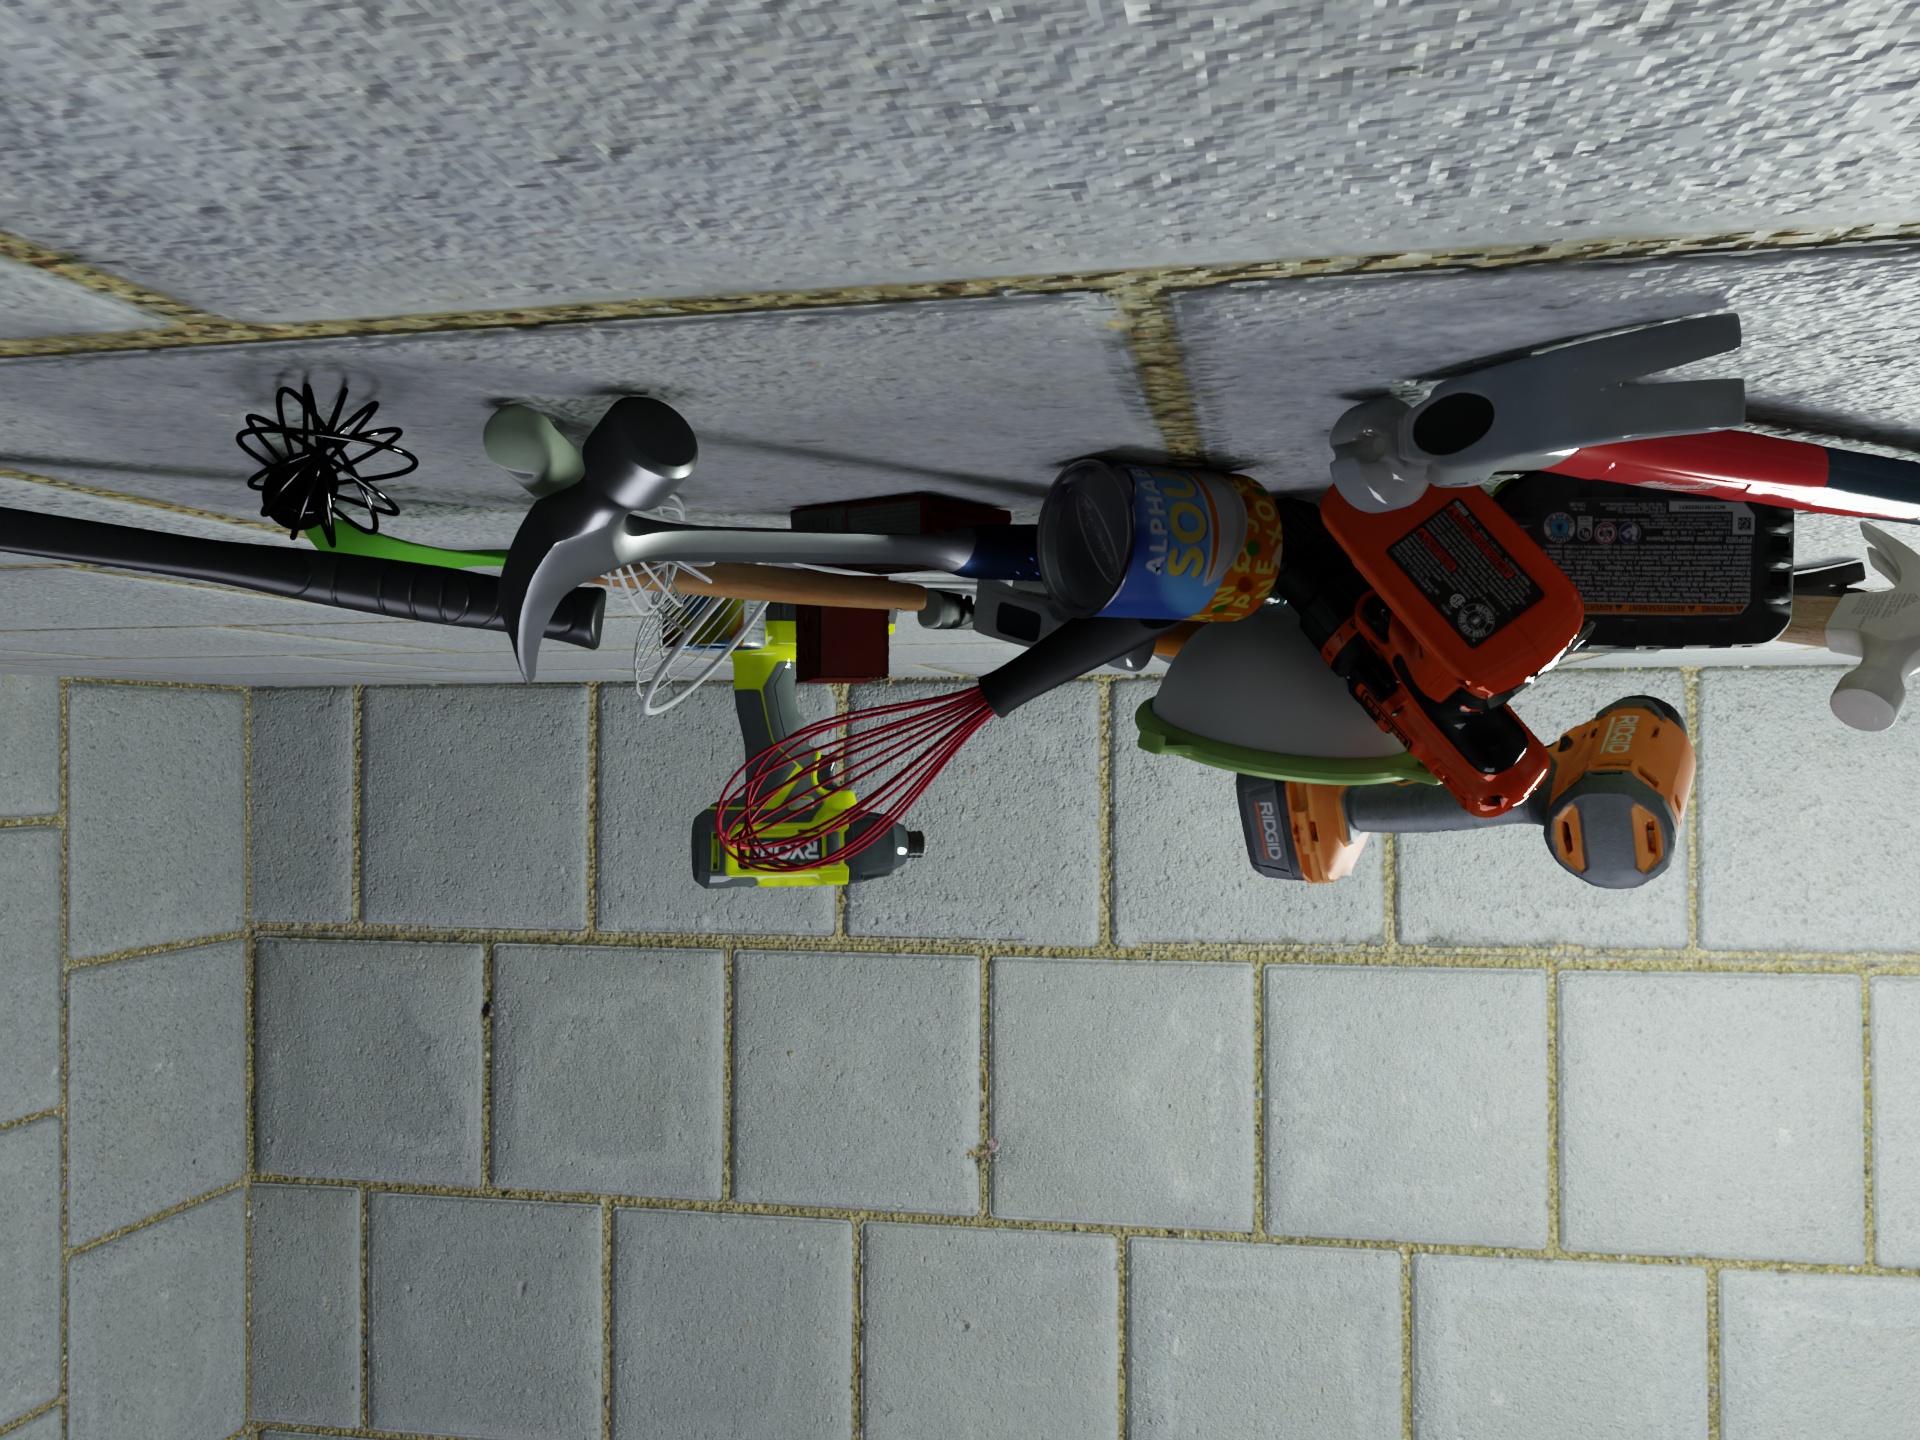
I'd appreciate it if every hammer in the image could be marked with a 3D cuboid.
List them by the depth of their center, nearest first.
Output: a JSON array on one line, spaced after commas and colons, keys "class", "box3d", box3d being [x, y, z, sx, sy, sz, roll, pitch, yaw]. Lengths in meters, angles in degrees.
[{"class": "hammer", "box3d": [0.325, -0.093, 0.589, 0.386, 0.038, 0.143, 0, 178, -32]}, {"class": "hammer", "box3d": [-0.315, -0.068, 0.703, 0.334, 0.035, 0.146, 7, -179, -34]}, {"class": "hammer", "box3d": [-0.013, -0.073, 0.706, 0.405, 0.035, 0.144, -5, 155, -45]}, {"class": "hammer", "box3d": [0.389, -0.069, 0.924, 0.331, 0.031, 0.130, 12, -128, 49]}, {"class": "hammer", "box3d": [0.120, -0.069, 0.953, 0.128, 0.033, 0.331, 15, -166, 30]}, {"class": "hammer", "box3d": [0.433, -0.058, 1.117, 0.359, 0.037, 0.149, -11, -179, -6]}, {"class": "hammer", "box3d": [0.116, -0.063, 1.142, 0.127, 0.034, 0.337, 1, -173, -38]}]

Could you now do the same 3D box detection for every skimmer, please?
[{"class": "skimmer", "box3d": [-0.020, -0.060, 0.955, 0.363, 0.090, 0.127, -2, 151, -28]}]

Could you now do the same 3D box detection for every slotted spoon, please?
[{"class": "slotted spoon", "box3d": [-0.172, -0.076, 0.807, 0.313, 0.031, 0.070, 5, 178, -8]}]

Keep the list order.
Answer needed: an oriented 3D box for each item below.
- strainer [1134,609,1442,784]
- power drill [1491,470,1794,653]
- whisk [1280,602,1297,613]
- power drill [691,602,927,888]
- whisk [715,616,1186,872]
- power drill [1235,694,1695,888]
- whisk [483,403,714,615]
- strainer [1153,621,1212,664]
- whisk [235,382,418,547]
[{"class": "strainer", "box3d": [0.173, -0.033, 0.870, 0.151, 0.069, 0.256, 6, -164, 4]}, {"class": "power drill", "box3d": [0.310, -0.072, 0.783, 0.190, 0.080, 0.228, 1, -178, 3]}, {"class": "whisk", "box3d": [0.253, -0.058, 1.079, 0.070, 0.070, 0.285, 0, -164, -14]}, {"class": "power drill", "box3d": [-0.109, 0.010, 1.168, 0.171, 0.223, 0.080, 0, 179, -17]}, {"class": "whisk", "box3d": [-0.001, -0.003, 0.791, 0.296, 0.073, 0.073, -30, 170, 16]}, {"class": "power drill", "box3d": [0.287, 0.030, 0.890, 0.226, 0.084, 0.164, -2, -158, 32]}, {"class": "whisk", "box3d": [-0.147, -0.087, 0.660, 0.058, 0.059, 0.246, 16, 175, 4]}, {"class": "strainer", "box3d": [0.181, -0.068, 1.147, 0.050, 0.086, 0.259, -45, -157, -11]}, {"class": "whisk", "box3d": [-0.239, -0.089, 0.589, 0.055, 0.055, 0.239, 0, -177, -25]}]
